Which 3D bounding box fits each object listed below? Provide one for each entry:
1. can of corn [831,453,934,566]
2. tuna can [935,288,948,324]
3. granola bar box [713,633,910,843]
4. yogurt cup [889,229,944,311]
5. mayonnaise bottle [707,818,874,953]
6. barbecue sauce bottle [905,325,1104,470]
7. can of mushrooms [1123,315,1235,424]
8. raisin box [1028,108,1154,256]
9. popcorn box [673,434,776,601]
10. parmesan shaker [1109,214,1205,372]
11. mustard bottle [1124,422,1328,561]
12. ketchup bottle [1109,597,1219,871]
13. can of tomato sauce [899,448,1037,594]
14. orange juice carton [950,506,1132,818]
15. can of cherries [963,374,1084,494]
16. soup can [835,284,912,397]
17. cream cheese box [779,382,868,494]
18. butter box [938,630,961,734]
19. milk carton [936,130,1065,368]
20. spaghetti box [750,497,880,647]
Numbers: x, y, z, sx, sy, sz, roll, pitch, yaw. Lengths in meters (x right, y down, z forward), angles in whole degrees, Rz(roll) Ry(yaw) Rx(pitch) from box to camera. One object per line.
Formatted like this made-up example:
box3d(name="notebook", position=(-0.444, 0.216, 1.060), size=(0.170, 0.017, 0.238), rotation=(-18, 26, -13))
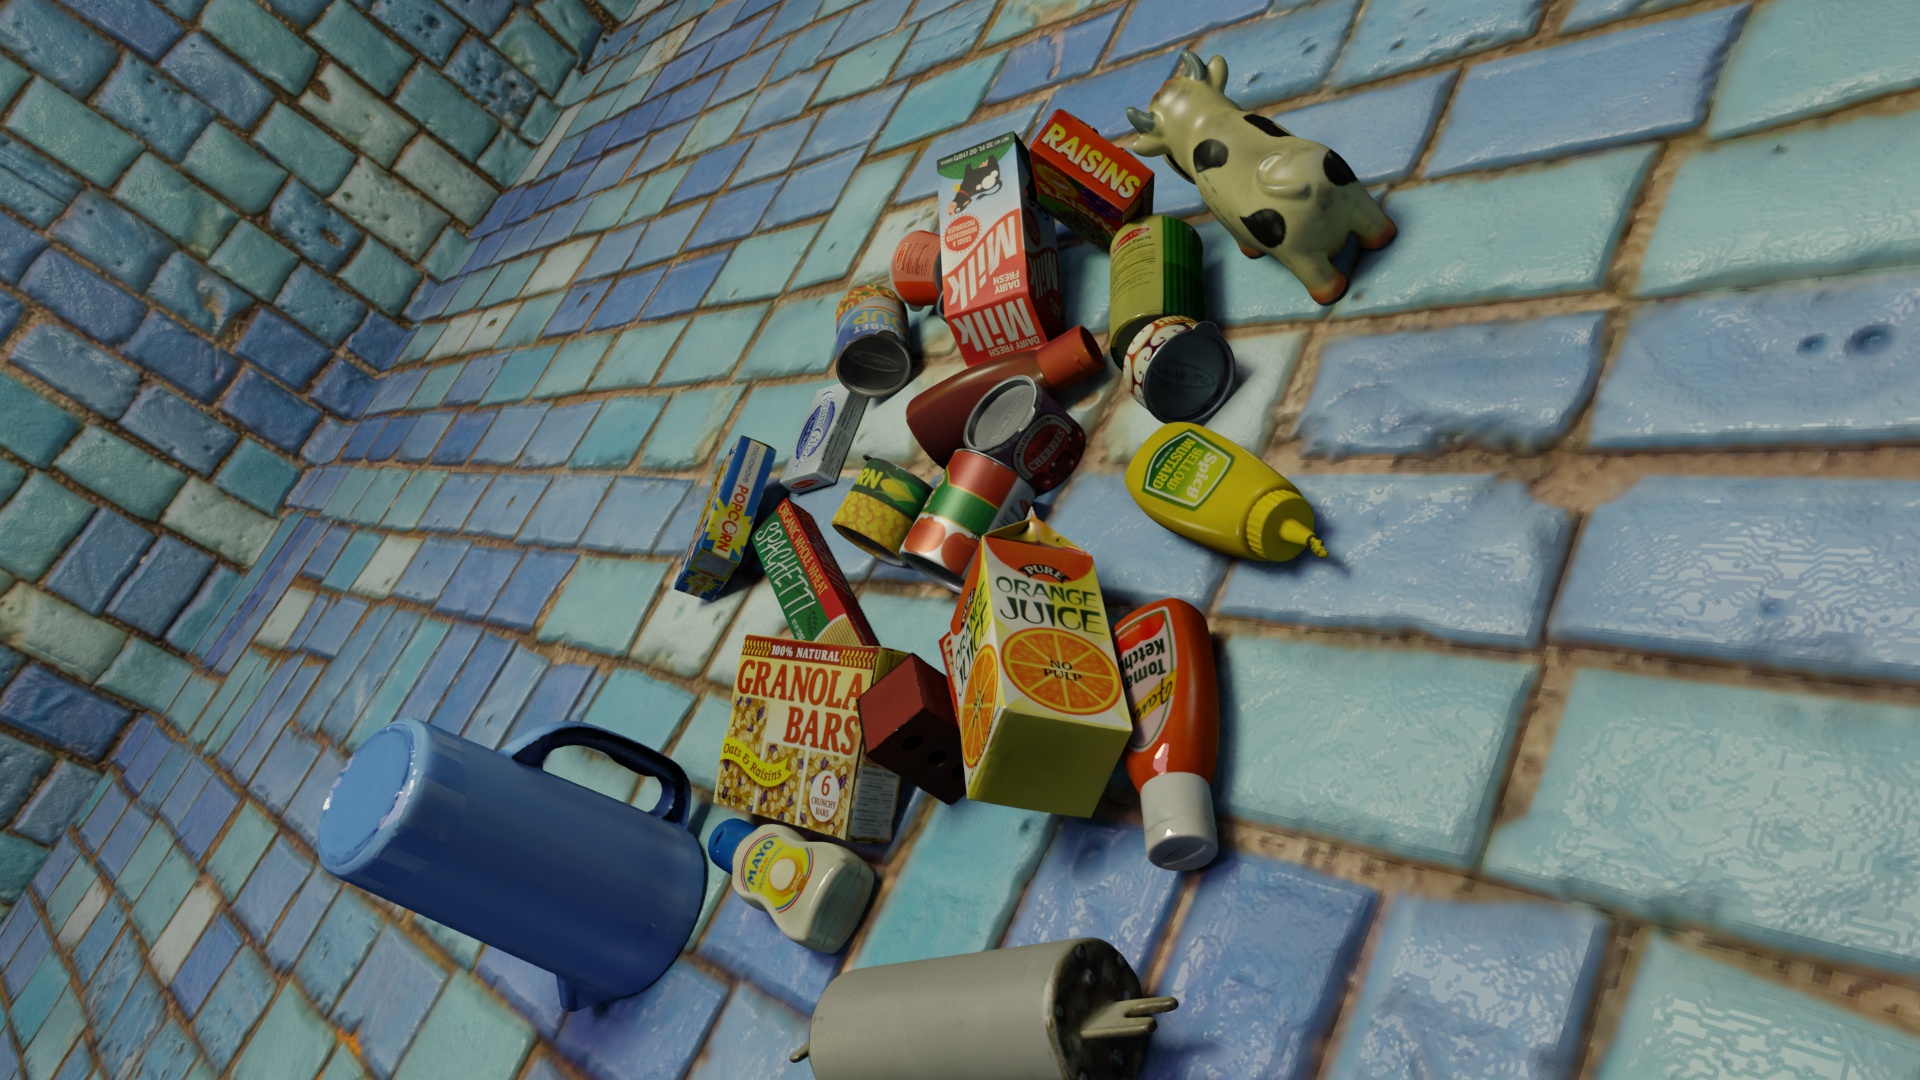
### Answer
box3d(name="can of corn", position=(-0.058, -0.022, 1.048), size=(0.071, 0.071, 0.058), rotation=(12, 69, 54))
box3d(name="tuna can", position=(0.014, -0.202, 1.170), size=(0.071, 0.033, 0.071), rotation=(-31, 38, 28))
box3d(name="granola bar box", position=(-0.102, 0.131, 0.947), size=(0.165, 0.039, 0.124), rotation=(-1, 77, 50))
box3d(name="yogurt cup", position=(-0.021, -0.237, 1.220), size=(0.054, 0.072, 0.072), rotation=(16, 71, 46))
box3d(name="mayonnaise bottle", position=(-0.117, 0.219, 0.912), size=(0.148, 0.041, 0.065), rotation=(9, 67, 52))
box3d(name="barbecue sauce bottle", position=(0.035, -0.109, 1.031), size=(0.148, 0.064, 0.044), rotation=(-27, 28, 23))
box3d(name="can of mushrooms", position=(0.142, -0.112, 0.898), size=(0.071, 0.071, 0.033), rotation=(-47, 31, 6))
box3d(name="raisin box", position=(0.099, -0.258, 1.022), size=(0.040, 0.086, 0.123), rotation=(-53, -10, 0))
box3d(name="popcorn box", position=(-0.208, -0.020, 1.229), size=(0.085, 0.038, 0.127), rotation=(-44, 26, 52))
box3d(name="parmesan shaker", position=(0.134, -0.166, 0.962), size=(0.071, 0.071, 0.103), rotation=(-26, 41, 33))
box3d(name="mustard bottle", position=(0.160, -0.023, 0.808), size=(0.065, 0.048, 0.160), rotation=(-54, 33, -1))
box3d(name="ketchup bottle", position=(0.112, 0.104, 0.748), size=(0.064, 0.043, 0.149), rotation=(-37, 35, 32))
box3d(name="can of tomato sauce", position=(0.003, -0.012, 0.967), size=(0.071, 0.071, 0.083), rotation=(10, 67, 54))
box3d(name="orange juice carton", position=(0.040, 0.062, 0.809), size=(0.194, 0.073, 0.071), rotation=(-96, 21, -53))
box3d(name="can of cherries", position=(0.047, -0.073, 0.984), size=(0.071, 0.058, 0.072), rotation=(-31, 38, 27))
box3d(name="soup can", position=(-0.076, -0.178, 1.222), size=(0.071, 0.071, 0.084), rotation=(-35, 36, 23))
box3d(name="cream cheese box", position=(-0.120, -0.092, 1.232), size=(0.053, 0.024, 0.104), rotation=(-12, 50, 43))
box3d(name="butter box", position=(0.019, 0.100, 0.853), size=(0.024, 0.053, 0.104), rotation=(-41, 34, 19))
box3d(name="milk carton", position=(0.032, -0.214, 1.088), size=(0.072, 0.073, 0.191), rotation=(-14, 64, 24))
box3d(name="spaghetti box", position=(-0.116, 0.042, 1.094), size=(0.050, 0.028, 0.251), rotation=(-47, 33, 8))
